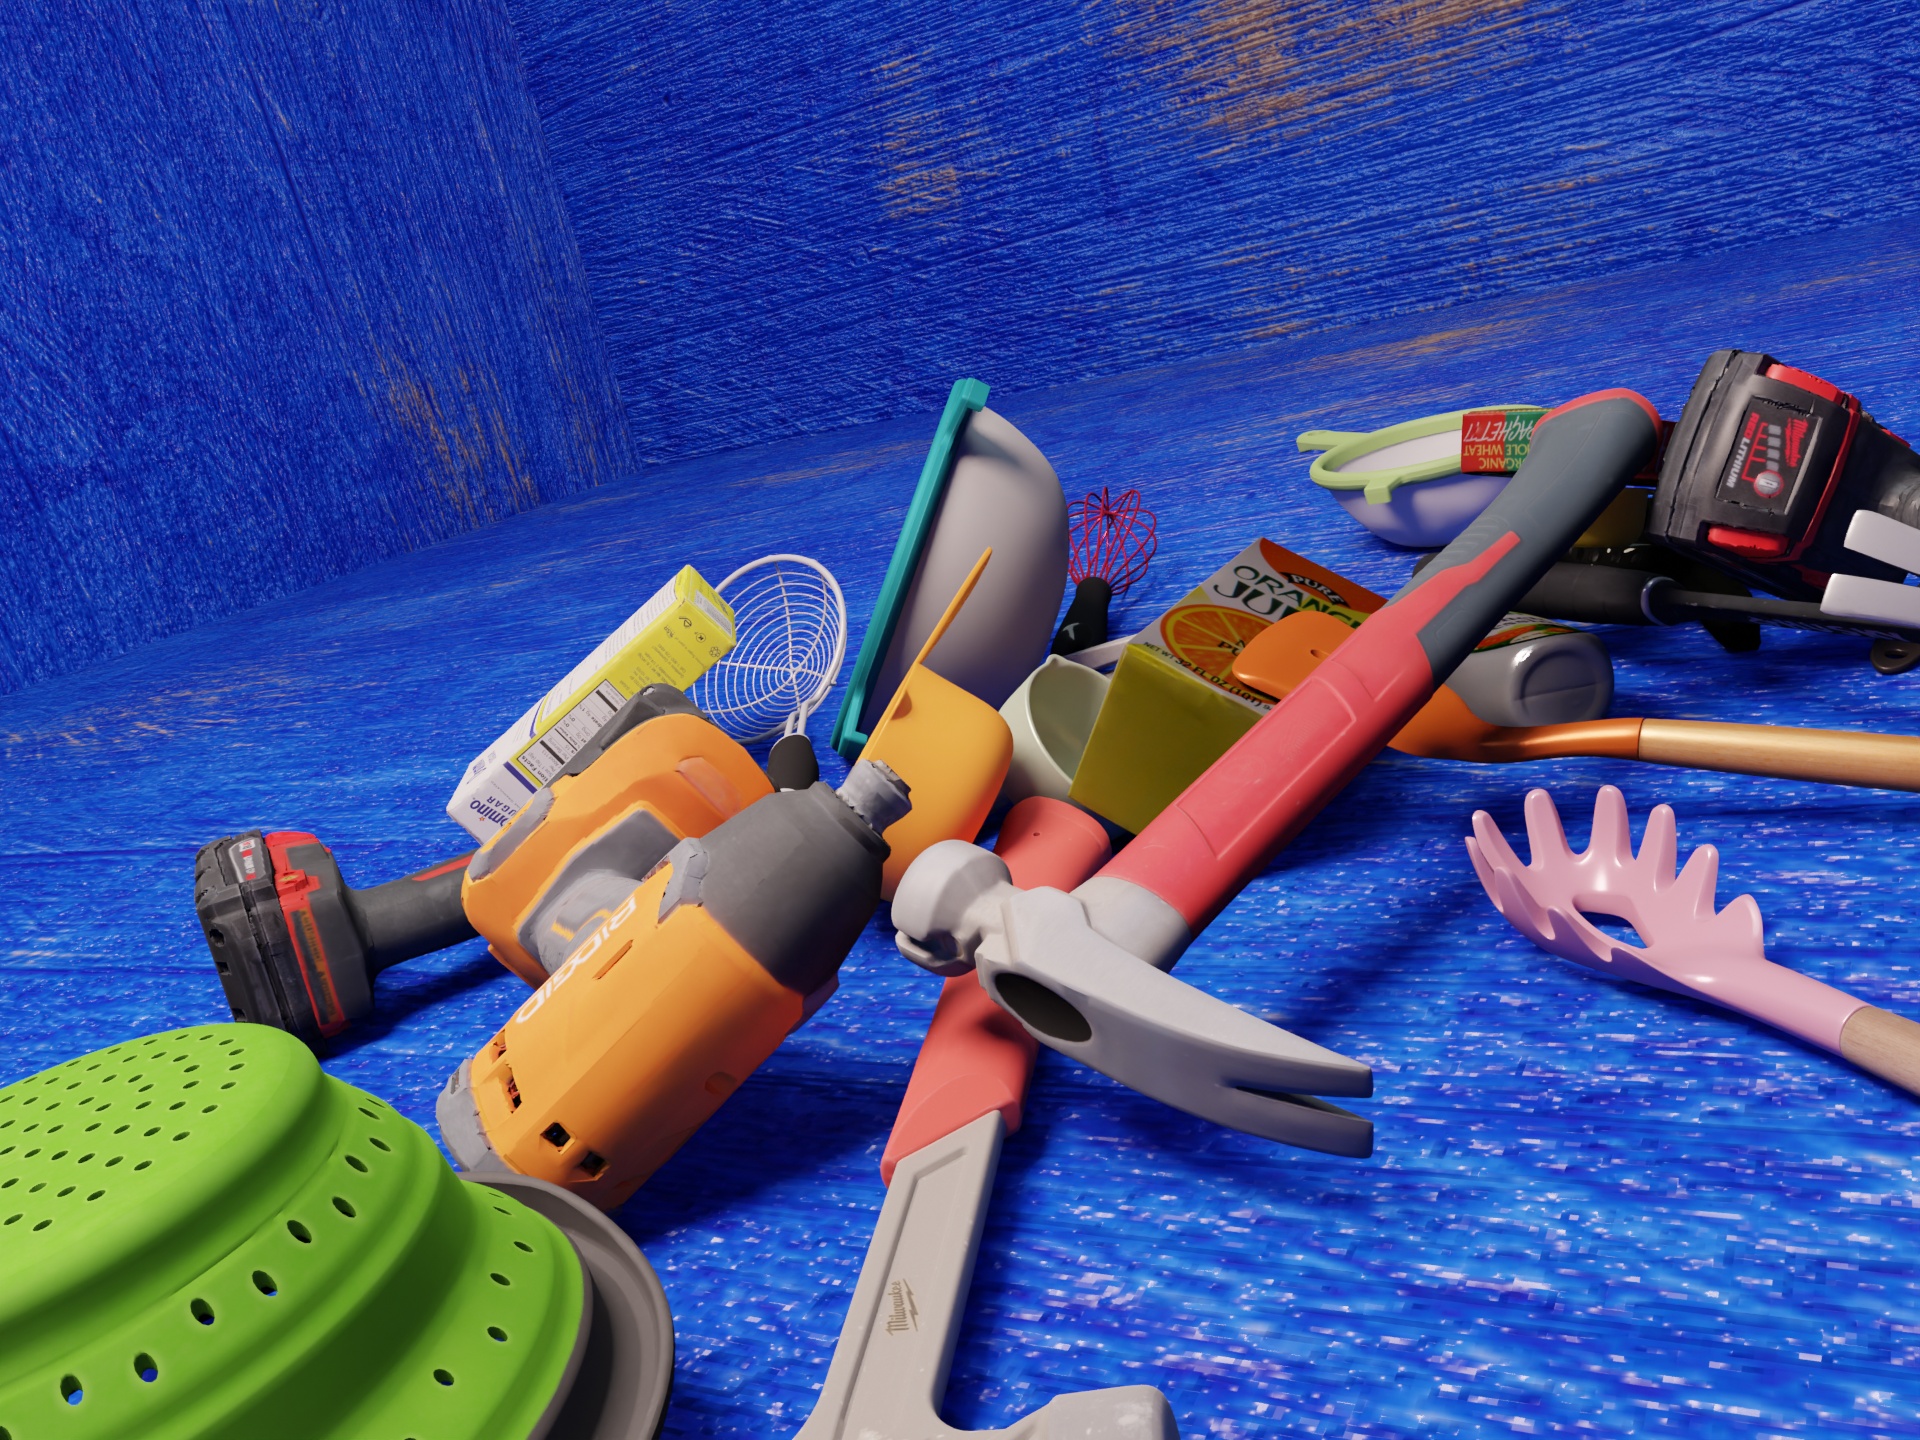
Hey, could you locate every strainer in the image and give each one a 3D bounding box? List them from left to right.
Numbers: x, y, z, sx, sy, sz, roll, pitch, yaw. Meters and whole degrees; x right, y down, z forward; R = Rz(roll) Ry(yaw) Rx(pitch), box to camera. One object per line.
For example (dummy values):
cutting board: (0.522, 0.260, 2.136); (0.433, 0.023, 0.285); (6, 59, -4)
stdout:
strainer: (0.005, -0.075, 0.924); (0.095, 0.211, 0.340); (19, 4, -2)
strainer: (0.292, -0.159, 1.064); (0.151, 0.069, 0.256); (-19, 15, -9)

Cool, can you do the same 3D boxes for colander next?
colander: (-0.211, 0.118, 0.384); (0.204, 0.094, 0.397); (-25, 18, -27)

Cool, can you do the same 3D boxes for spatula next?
spatula: (0.251, 0.000, 0.525); (0.323, 0.041, 0.081); (6, 23, 32)

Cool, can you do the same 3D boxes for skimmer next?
skimmer: (-0.111, -0.015, 0.846); (0.127, 0.090, 0.363); (-46, 12, 6)

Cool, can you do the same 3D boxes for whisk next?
whisk: (0.088, -0.089, 1.034); (0.073, 0.073, 0.296); (-10, 23, 15)

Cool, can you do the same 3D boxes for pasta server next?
pasta server: (0.228, 0.075, 0.361); (0.060, 0.040, 0.316); (-17, 17, -15)

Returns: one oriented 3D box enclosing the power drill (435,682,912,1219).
power drill: (-0.098, 0.058, 0.543); (0.164, 0.084, 0.227); (-45, 20, -3)

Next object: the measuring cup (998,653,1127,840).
measuring cup: (0.077, 0.014, 0.696); (0.167, 0.083, 0.038); (-5, -31, -48)

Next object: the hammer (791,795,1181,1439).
hammer: (-0.005, 0.105, 0.467); (0.149, 0.036, 0.359); (-11, 16, 12)

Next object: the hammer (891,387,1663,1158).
hammer: (0.157, -0.016, 0.517); (0.143, 0.038, 0.386); (21, 44, 36)

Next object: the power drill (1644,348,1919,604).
power drill: (0.369, -0.073, 0.560); (0.143, 0.078, 0.220); (14, 7, -35)

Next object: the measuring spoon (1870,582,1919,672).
measuring spoon: (0.407, -0.044, 0.669); (0.034, 0.018, 0.124); (12, 36, 43)

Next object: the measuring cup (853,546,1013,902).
measuring cup: (-0.001, -0.002, 0.638); (0.174, 0.052, 0.095); (-62, 4, -38)

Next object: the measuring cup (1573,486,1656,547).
measuring cup: (0.331, -0.092, 0.738); (0.156, 0.029, 0.062); (2, 7, -12)

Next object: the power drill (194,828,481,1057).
power drill: (-0.221, 0.065, 0.731); (0.226, 0.080, 0.188); (-18, 16, -22)

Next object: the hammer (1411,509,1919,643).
hammer: (0.289, -0.047, 0.639); (0.149, 0.036, 0.409); (18, 4, -13)

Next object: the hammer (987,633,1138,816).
hammer: (0.026, 0.019, 0.737); (0.331, 0.031, 0.130); (-29, 17, -38)
